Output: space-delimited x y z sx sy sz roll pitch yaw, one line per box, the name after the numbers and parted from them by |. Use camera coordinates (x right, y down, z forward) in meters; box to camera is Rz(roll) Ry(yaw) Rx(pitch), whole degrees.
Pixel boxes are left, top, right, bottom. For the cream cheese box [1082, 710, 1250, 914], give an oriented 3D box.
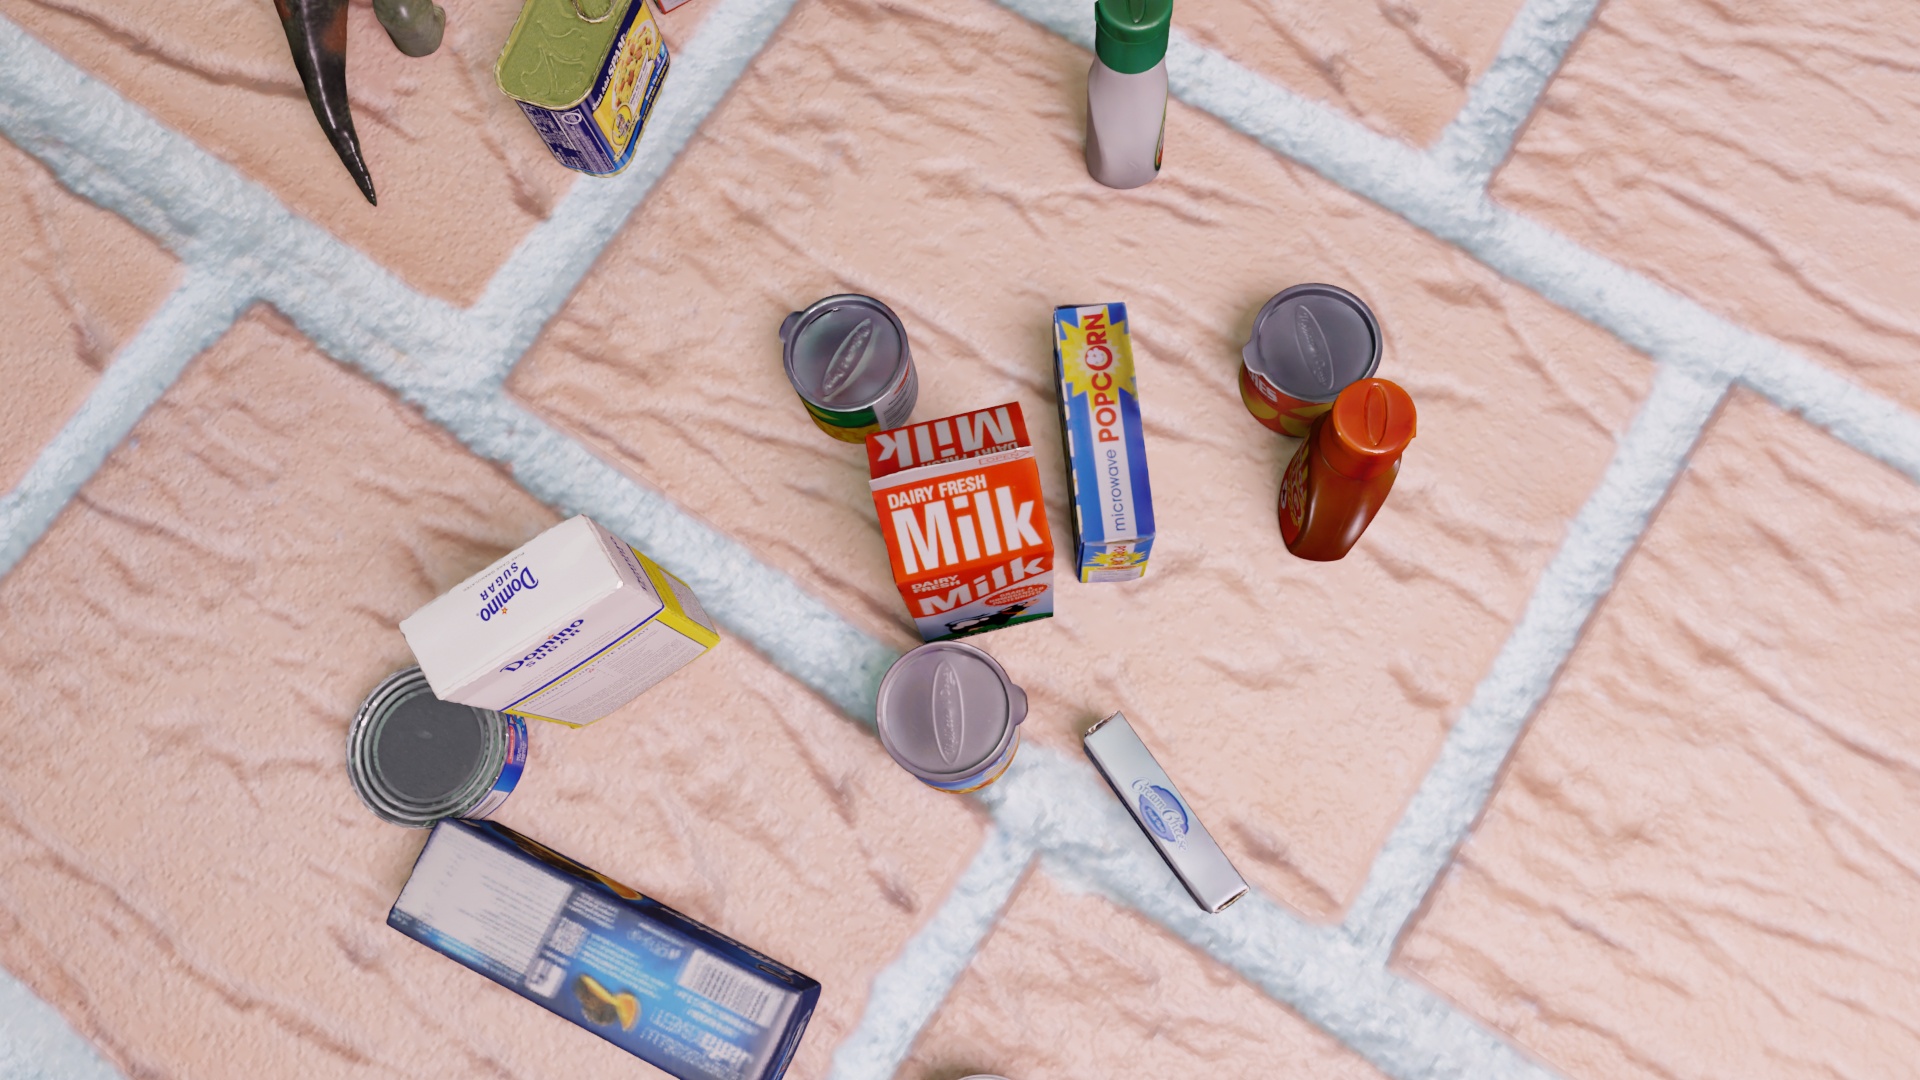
0.099 0.134 0.680 0.024 0.053 0.104 -35 75 -5 | cream cheese box

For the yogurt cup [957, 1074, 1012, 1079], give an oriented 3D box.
0.013 0.282 0.647 0.072 0.054 0.072 -1 75 4 | yogurt cup

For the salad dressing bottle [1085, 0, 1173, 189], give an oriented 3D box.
0.089 -0.240 0.733 0.044 0.147 0.064 -1 75 4 | salad dressing bottle

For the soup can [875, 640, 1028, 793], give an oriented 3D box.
-0.001 0.089 0.684 0.071 0.083 0.071 -1 75 4 | soup can

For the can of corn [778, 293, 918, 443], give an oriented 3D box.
-0.060 -0.093 0.751 0.071 0.058 0.071 -1 75 4 | can of corn

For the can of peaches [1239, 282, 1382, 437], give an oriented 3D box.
0.181 -0.093 0.733 0.071 0.058 0.071 -1 75 4 | can of peaches

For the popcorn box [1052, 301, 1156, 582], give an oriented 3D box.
0.072 -0.048 0.715 0.038 0.085 0.127 -6 75 3 | popcorn box

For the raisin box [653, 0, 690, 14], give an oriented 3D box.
-0.192 -0.380 0.805 0.040 0.123 0.086 -28 75 -3 | raisin box

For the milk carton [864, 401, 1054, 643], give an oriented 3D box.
0.002 -0.008 0.655 0.072 0.190 0.073 -13 75 1 | milk carton

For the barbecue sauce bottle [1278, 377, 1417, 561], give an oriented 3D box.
0.185 -0.036 0.670 0.044 0.148 0.065 5 76 6 | barbecue sauce bottle
